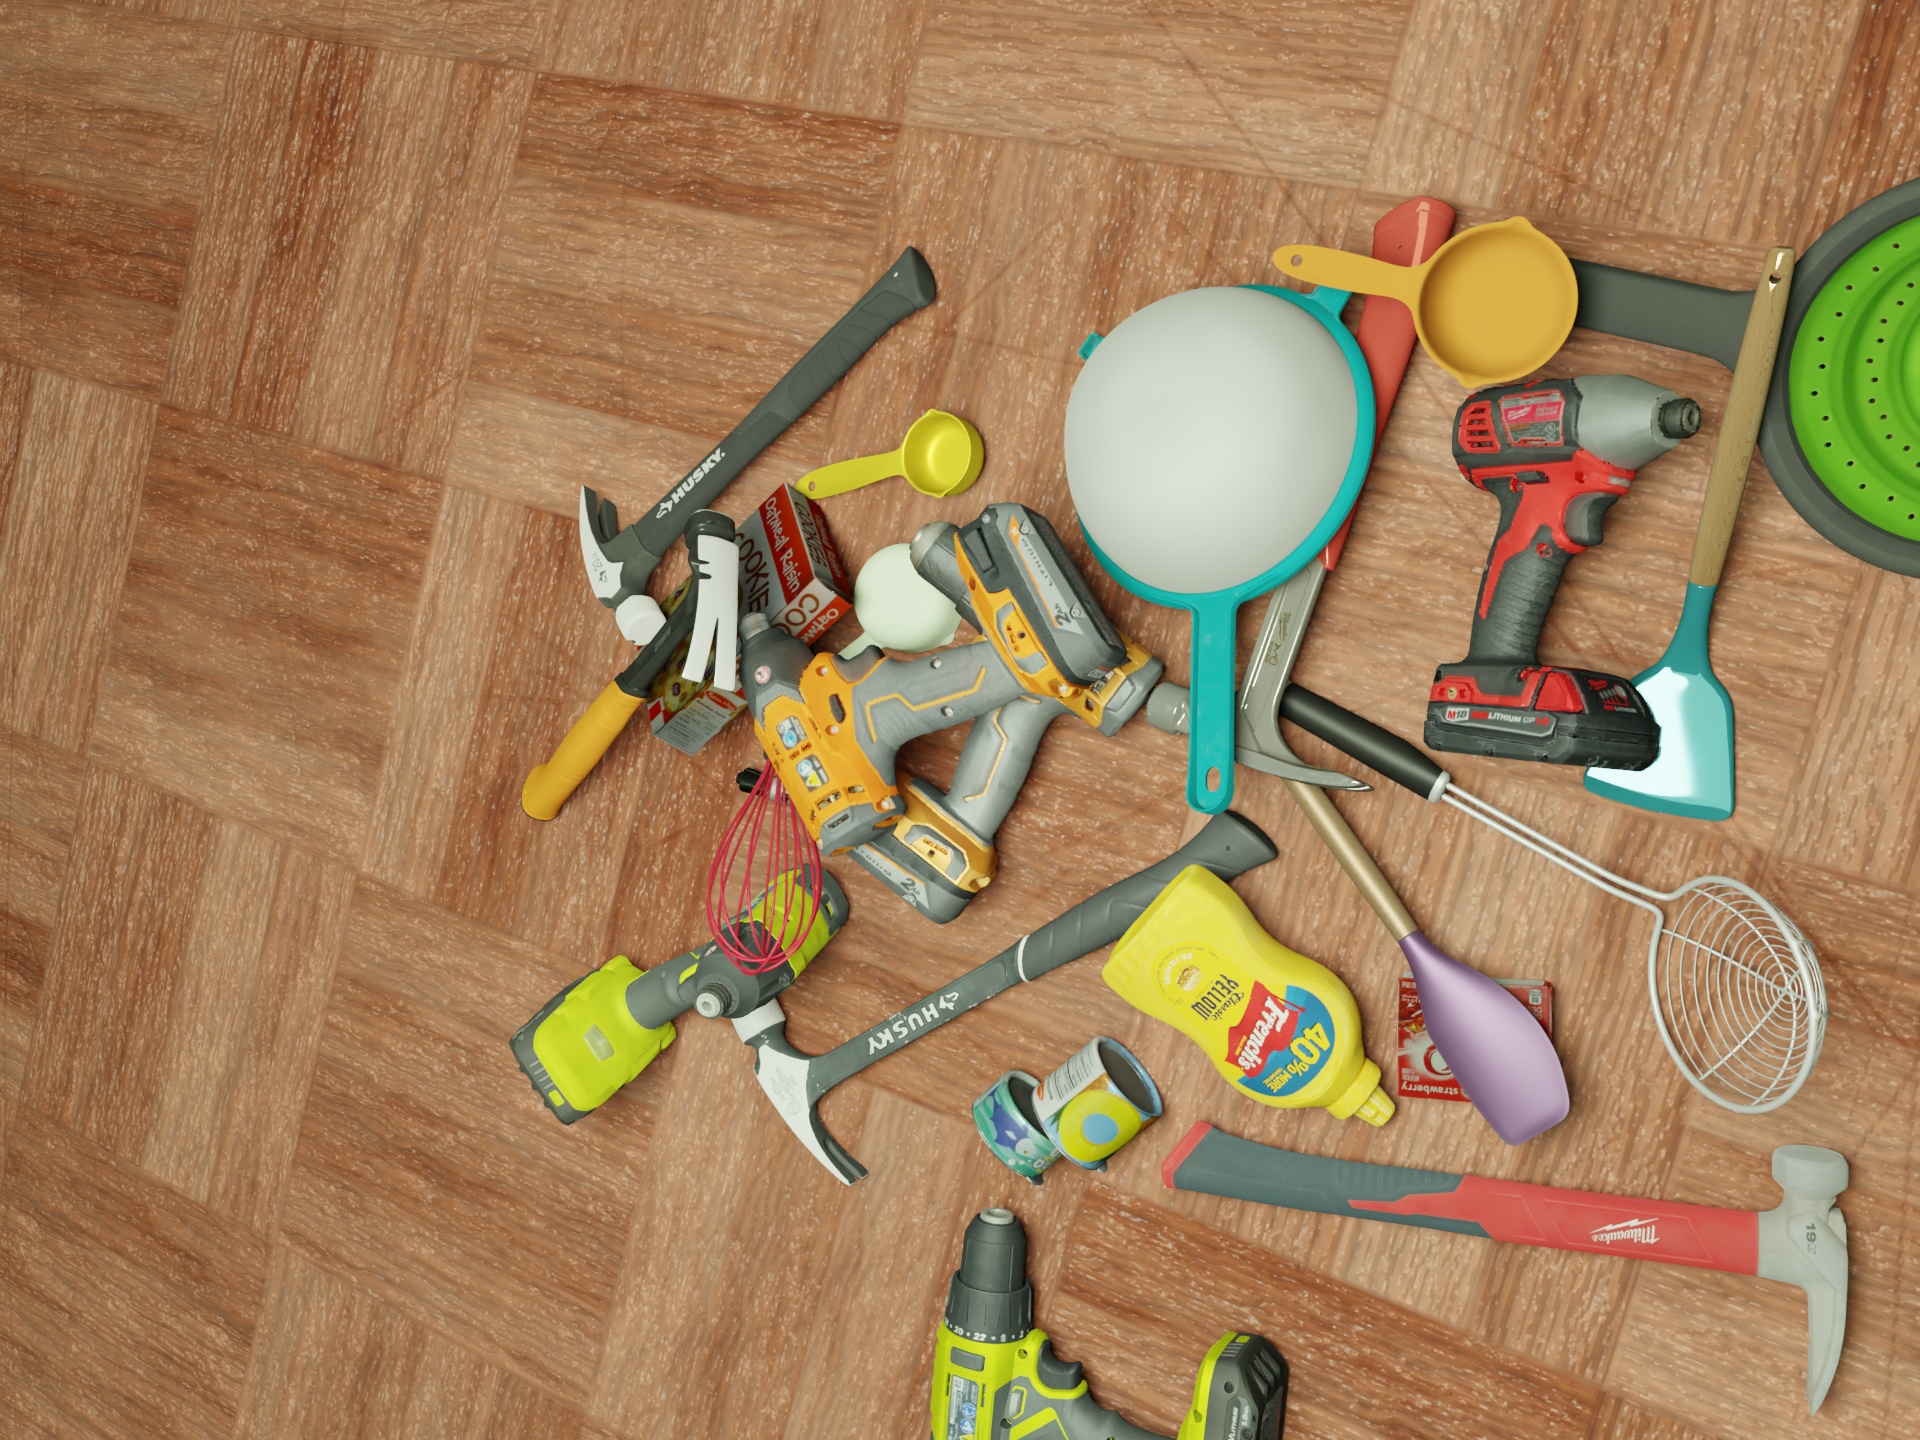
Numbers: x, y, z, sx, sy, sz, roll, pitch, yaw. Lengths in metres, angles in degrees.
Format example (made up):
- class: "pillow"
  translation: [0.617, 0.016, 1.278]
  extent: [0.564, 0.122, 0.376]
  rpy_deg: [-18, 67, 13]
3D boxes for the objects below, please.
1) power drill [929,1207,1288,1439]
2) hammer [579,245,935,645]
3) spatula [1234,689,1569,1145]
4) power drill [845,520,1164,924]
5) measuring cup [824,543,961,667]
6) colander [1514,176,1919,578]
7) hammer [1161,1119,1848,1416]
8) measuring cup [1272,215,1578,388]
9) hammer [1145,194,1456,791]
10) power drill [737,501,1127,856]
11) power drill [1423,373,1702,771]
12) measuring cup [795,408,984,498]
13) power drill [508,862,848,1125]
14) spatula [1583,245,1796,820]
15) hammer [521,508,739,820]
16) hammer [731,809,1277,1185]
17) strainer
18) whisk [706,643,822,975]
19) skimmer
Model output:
- class: "power drill"
  translation: [0.088, 0.431, 1.029]
  extent: [0.228, 0.080, 0.190]
  rpy_deg: [6, 92, 26]
- class: "hammer"
  translation: [-0.147, -0.212, 1.142]
  extent: [0.334, 0.035, 0.146]
  rpy_deg: [-42, 52, 11]
- class: "spatula"
  translation: [0.258, 0.108, 0.963]
  extent: [0.059, 0.018, 0.316]
  rpy_deg: [-41, 69, 22]
- class: "power drill"
  translation: [-0.002, -0.003, 1.055]
  extent: [0.185, 0.084, 0.226]
  rpy_deg: [38, 101, 5]
- class: "measuring cup"
  translation: [-0.070, -0.057, 1.119]
  extent: [0.167, 0.038, 0.083]
  rpy_deg: [-42, 75, 15]
- class: "colander"
  translation: [0.472, -0.210, 0.867]
  extent: [0.397, 0.094, 0.204]
  rpy_deg: [29, 124, 39]
- class: "hammer"
  translation: [0.311, 0.307, 0.954]
  extent: [0.386, 0.038, 0.143]
  rpy_deg: [1, 92, 23]
- class: "measuring cup"
  translation: [0.270, -0.251, 0.924]
  extent: [0.174, 0.052, 0.095]
  rpy_deg: [19, 109, 20]
- class: "hammer"
  translation: [0.237, -0.141, 0.971]
  extent: [0.149, 0.036, 0.359]
  rpy_deg: [21, 93, 32]
- class: "power drill"
  translation: [-0.031, -0.040, 0.986]
  extent: [0.226, 0.084, 0.164]
  rpy_deg: [-33, 79, 14]
- class: "power drill"
  translation: [0.340, -0.085, 0.898]
  extent: [0.143, 0.078, 0.219]
  rpy_deg: [7, 91, 57]
- class: "measuring cup"
  translation: [-0.050, -0.177, 1.126]
  extent: [0.156, 0.029, 0.062]
  rpy_deg: [-8, 86, 35]
- class: "power drill"
  translation: [-0.198, 0.191, 1.103]
  extent: [0.223, 0.171, 0.080]
  rpy_deg: [-31, 96, 25]
- class: "spatula"
  translation: [0.415, -0.096, 0.874]
  extent: [0.082, 0.044, 0.317]
  rpy_deg: [14, 121, 25]
- class: "hammer"
  translation: [-0.239, -0.005, 1.112]
  extent: [0.336, 0.034, 0.127]
  rpy_deg: [-41, 44, 46]
- class: "hammer"
  translation: [0.031, 0.175, 1.077]
  extent: [0.409, 0.036, 0.149]
  rpy_deg: [-32, 79, 20]
- class: "strainer"
  translation: [0.134, -0.118, 0.955]
  extent: [0.211, 0.095, 0.340]
  rpy_deg: [-7, 74, 36]
- class: "whisk"
  translation: [-0.123, 0.039, 1.062]
  extent: [0.073, 0.073, 0.296]
  rpy_deg: [-18, 46, 22]
- class: "skimmer"
  translation: [0.321, 0.084, 0.923]
  extent: [0.363, 0.090, 0.127]
  rpy_deg: [33, 137, 23]
